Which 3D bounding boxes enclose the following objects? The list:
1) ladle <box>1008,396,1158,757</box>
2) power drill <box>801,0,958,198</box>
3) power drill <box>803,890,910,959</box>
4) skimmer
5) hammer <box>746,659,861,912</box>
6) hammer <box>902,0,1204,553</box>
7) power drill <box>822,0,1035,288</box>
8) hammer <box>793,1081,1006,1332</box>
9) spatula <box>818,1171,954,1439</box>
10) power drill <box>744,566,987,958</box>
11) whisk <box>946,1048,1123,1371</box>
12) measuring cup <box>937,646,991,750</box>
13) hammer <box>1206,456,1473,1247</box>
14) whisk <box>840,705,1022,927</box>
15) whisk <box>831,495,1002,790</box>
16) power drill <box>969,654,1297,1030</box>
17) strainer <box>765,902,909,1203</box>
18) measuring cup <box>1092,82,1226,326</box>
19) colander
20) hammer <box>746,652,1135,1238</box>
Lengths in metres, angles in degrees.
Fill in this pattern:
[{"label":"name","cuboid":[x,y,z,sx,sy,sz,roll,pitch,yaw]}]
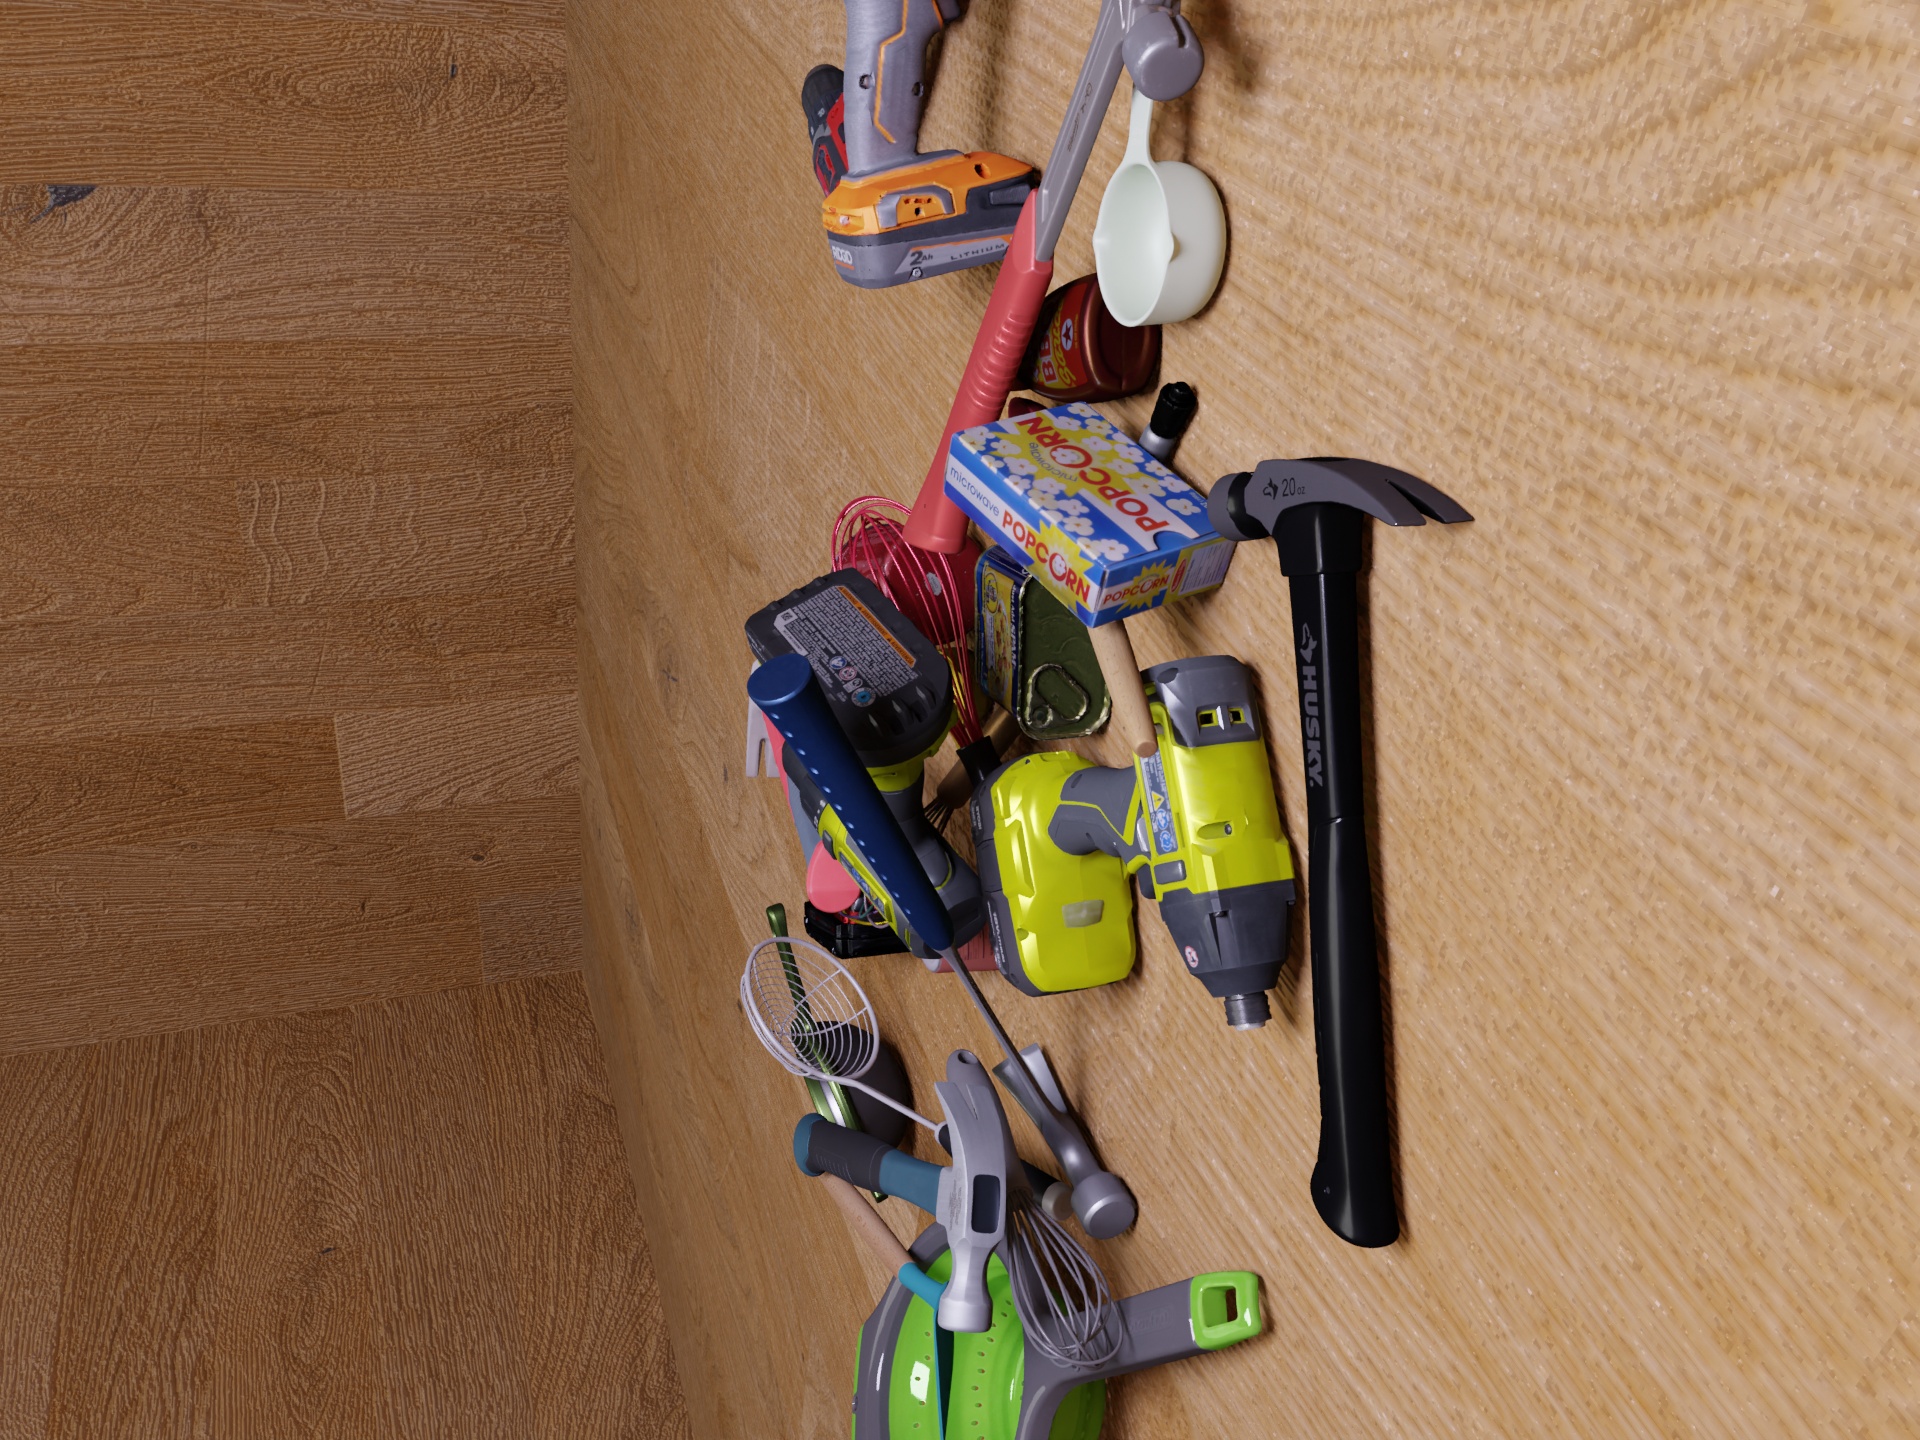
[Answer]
[{"label":"ladle","cuboid":[0.063,-0.082,0.815,0.316,0.031,0.069,-101,-7,-53]},{"label":"power drill","cuboid":[-0.063,-0.455,1.077,0.226,0.080,0.188,105,152,-50]},{"label":"power drill","cuboid":[-0.079,0.069,1.268,0.143,0.078,0.219,-167,75,-69]},{"label":"skimmer","cuboid":[-0.036,0.242,1.121,0.363,0.127,0.090,14,83,52]},{"label":"hammer","cuboid":[-0.128,0.055,1.234,0.387,0.038,0.143,-120,33,-63]},{"label":"hammer","cuboid":[0.028,-0.228,0.824,0.358,0.036,0.149,113,149,-47]},{"label":"power drill","cuboid":[-0.017,-0.373,0.891,0.084,0.164,0.226,-136,31,-60]},{"label":"hammer","cuboid":[-0.048,0.287,1.011,0.331,0.033,0.128,161,118,-67]},{"label":"spatula","cuboid":[-0.054,0.355,1.051,0.318,0.044,0.082,-161,65,-66]},{"label":"power drill","cuboid":[-0.063,0.020,0.969,0.191,0.080,0.228,47,158,33]},{"label":"whisk","cuboid":[0.034,0.274,0.919,0.239,0.055,0.055,-119,30,-54]},{"label":"measuring cup","cuboid":[0.017,0.023,1.076,0.062,0.029,0.156,-34,76,59]},{"label":"hammer","cuboid":[0.162,0.056,0.668,0.146,0.035,0.335,-172,76,-70]},{"label":"whisk","cuboid":[-0.014,0.065,1.071,0.047,0.051,0.245,39,127,3]},{"label":"whisk","cuboid":[-0.002,-0.003,0.982,0.296,0.073,0.073,65,159,1]},{"label":"power drill","cuboid":[0.088,0.075,0.818,0.223,0.080,0.171,151,111,-65]},{"label":"strainer","cuboid":[-0.098,0.262,1.332,0.151,0.069,0.256,24,131,67]},{"label":"measuring cup","cuboid":[0.099,-0.270,0.744,0.083,0.038,0.167,-140,50,-62]},{"label":"colander","cuboid":[0.070,0.388,0.950,0.397,0.094,0.205,-40,40,46]},{"label":"hammer","cuboid":[-0.010,0.125,0.888,0.405,0.035,0.144,61,175,-33]}]
